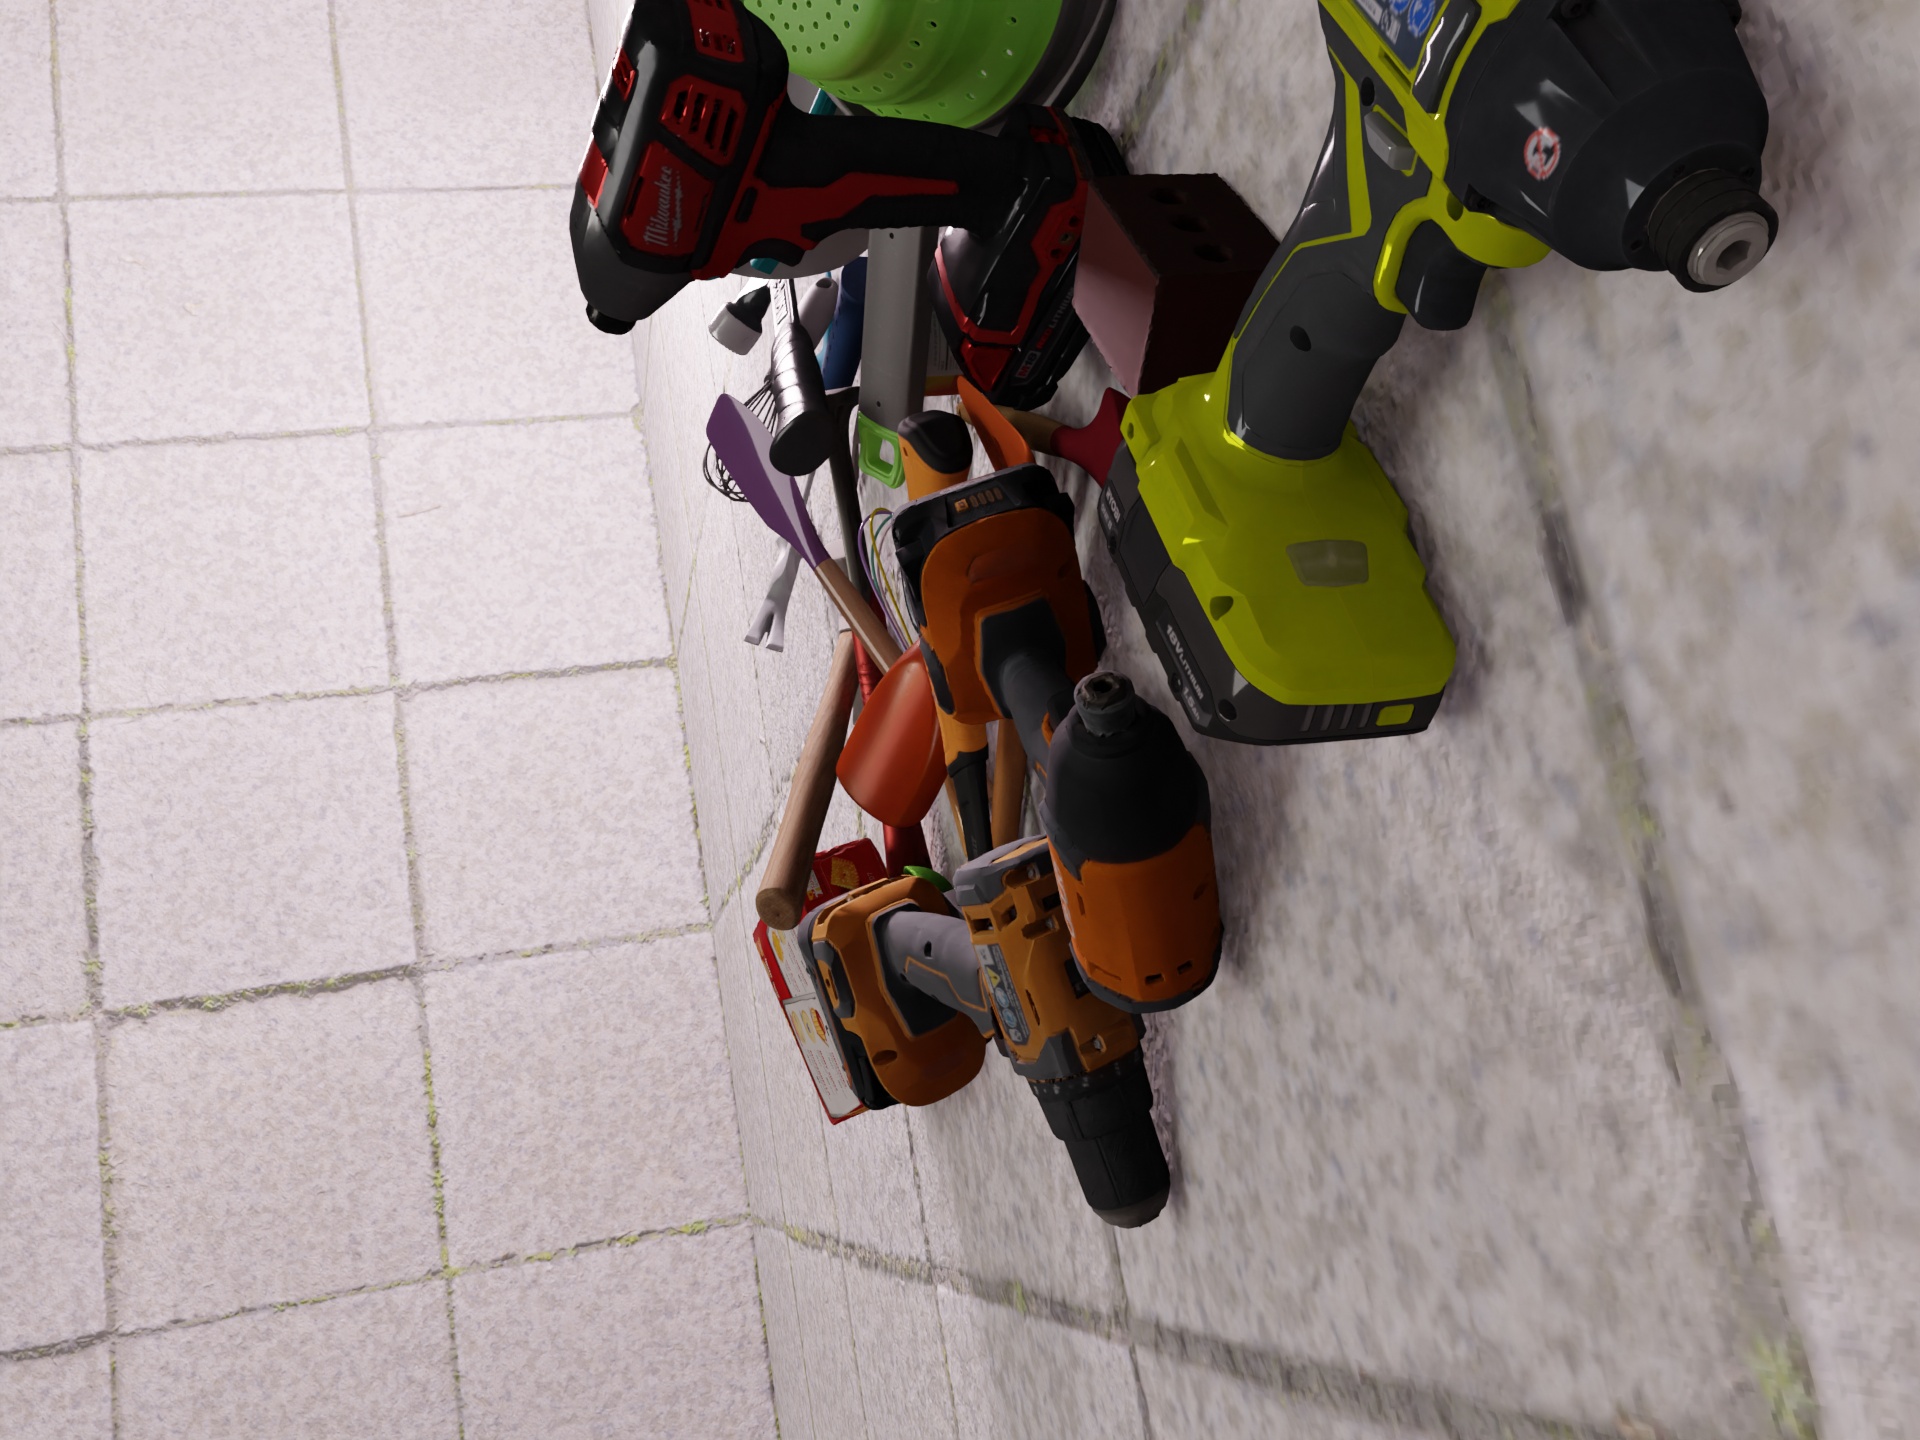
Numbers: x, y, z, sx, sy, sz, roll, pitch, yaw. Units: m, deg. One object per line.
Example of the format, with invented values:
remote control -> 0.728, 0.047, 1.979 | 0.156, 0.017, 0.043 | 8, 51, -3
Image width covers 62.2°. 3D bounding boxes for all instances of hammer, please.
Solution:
hammer -> -0.001, -0.003, 0.854 | 0.127, 0.034, 0.336 | 40, 143, 54
hammer -> -0.114, -0.200, 1.242 | 0.405, 0.035, 0.144 | 118, 167, -59
hammer -> -0.105, -0.245, 1.004 | 0.149, 0.036, 0.409 | -50, 25, 18
hammer -> -0.091, 0.016, 1.082 | 0.332, 0.031, 0.129 | -80, -20, -51
hammer -> -0.058, -0.047, 1.098 | 0.149, 0.037, 0.359 | -50, -48, -69

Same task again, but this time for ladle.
ladle -> 0.041, -0.136, 0.767 | 0.316, 0.031, 0.069 | -132, 32, -69

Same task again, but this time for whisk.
whisk -> -0.015, -0.028, 1.007 | 0.047, 0.051, 0.245 | 69, -175, -72
whisk -> -0.131, -0.249, 1.172 | 0.055, 0.055, 0.239 | 107, -179, -56

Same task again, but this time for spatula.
spatula -> 0.023, -0.026, 0.850 | 0.081, 0.041, 0.322 | -126, 30, -46
spatula -> -0.070, -0.078, 0.990 | 0.316, 0.018, 0.059 | 55, 141, 13

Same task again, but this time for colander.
colander -> -0.046, -0.271, 0.720 | 0.205, 0.094, 0.396 | 33, 135, 29

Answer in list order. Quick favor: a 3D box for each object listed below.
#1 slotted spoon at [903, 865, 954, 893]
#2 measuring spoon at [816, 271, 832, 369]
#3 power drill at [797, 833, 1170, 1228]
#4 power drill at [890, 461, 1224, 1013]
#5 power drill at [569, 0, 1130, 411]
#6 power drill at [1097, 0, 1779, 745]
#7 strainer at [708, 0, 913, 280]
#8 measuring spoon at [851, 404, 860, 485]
slotted spoon -> -0.026, 0.202, 1.154 | 0.070, 0.031, 0.313 | 51, 152, 30
measuring spoon -> -0.117, -0.310, 1.290 | 0.128, 0.021, 0.042 | 100, 158, -50
power drill -> 0.014, 0.158, 0.809 | 0.226, 0.084, 0.185 | -18, 92, 59
power drill -> 0.040, -0.010, 0.663 | 0.164, 0.084, 0.227 | 75, 173, -46
power drill -> -0.048, -0.203, 0.654 | 0.143, 0.219, 0.079 | -55, 41, 43
power drill -> 0.113, -0.101, 0.421 | 0.223, 0.080, 0.171 | 106, 154, -48
strainer -> -0.102, -0.358, 1.000 | 0.211, 0.095, 0.341 | -67, 27, 4
measuring spoon -> -0.072, -0.201, 1.193 | 0.124, 0.018, 0.034 | 106, 173, -69
